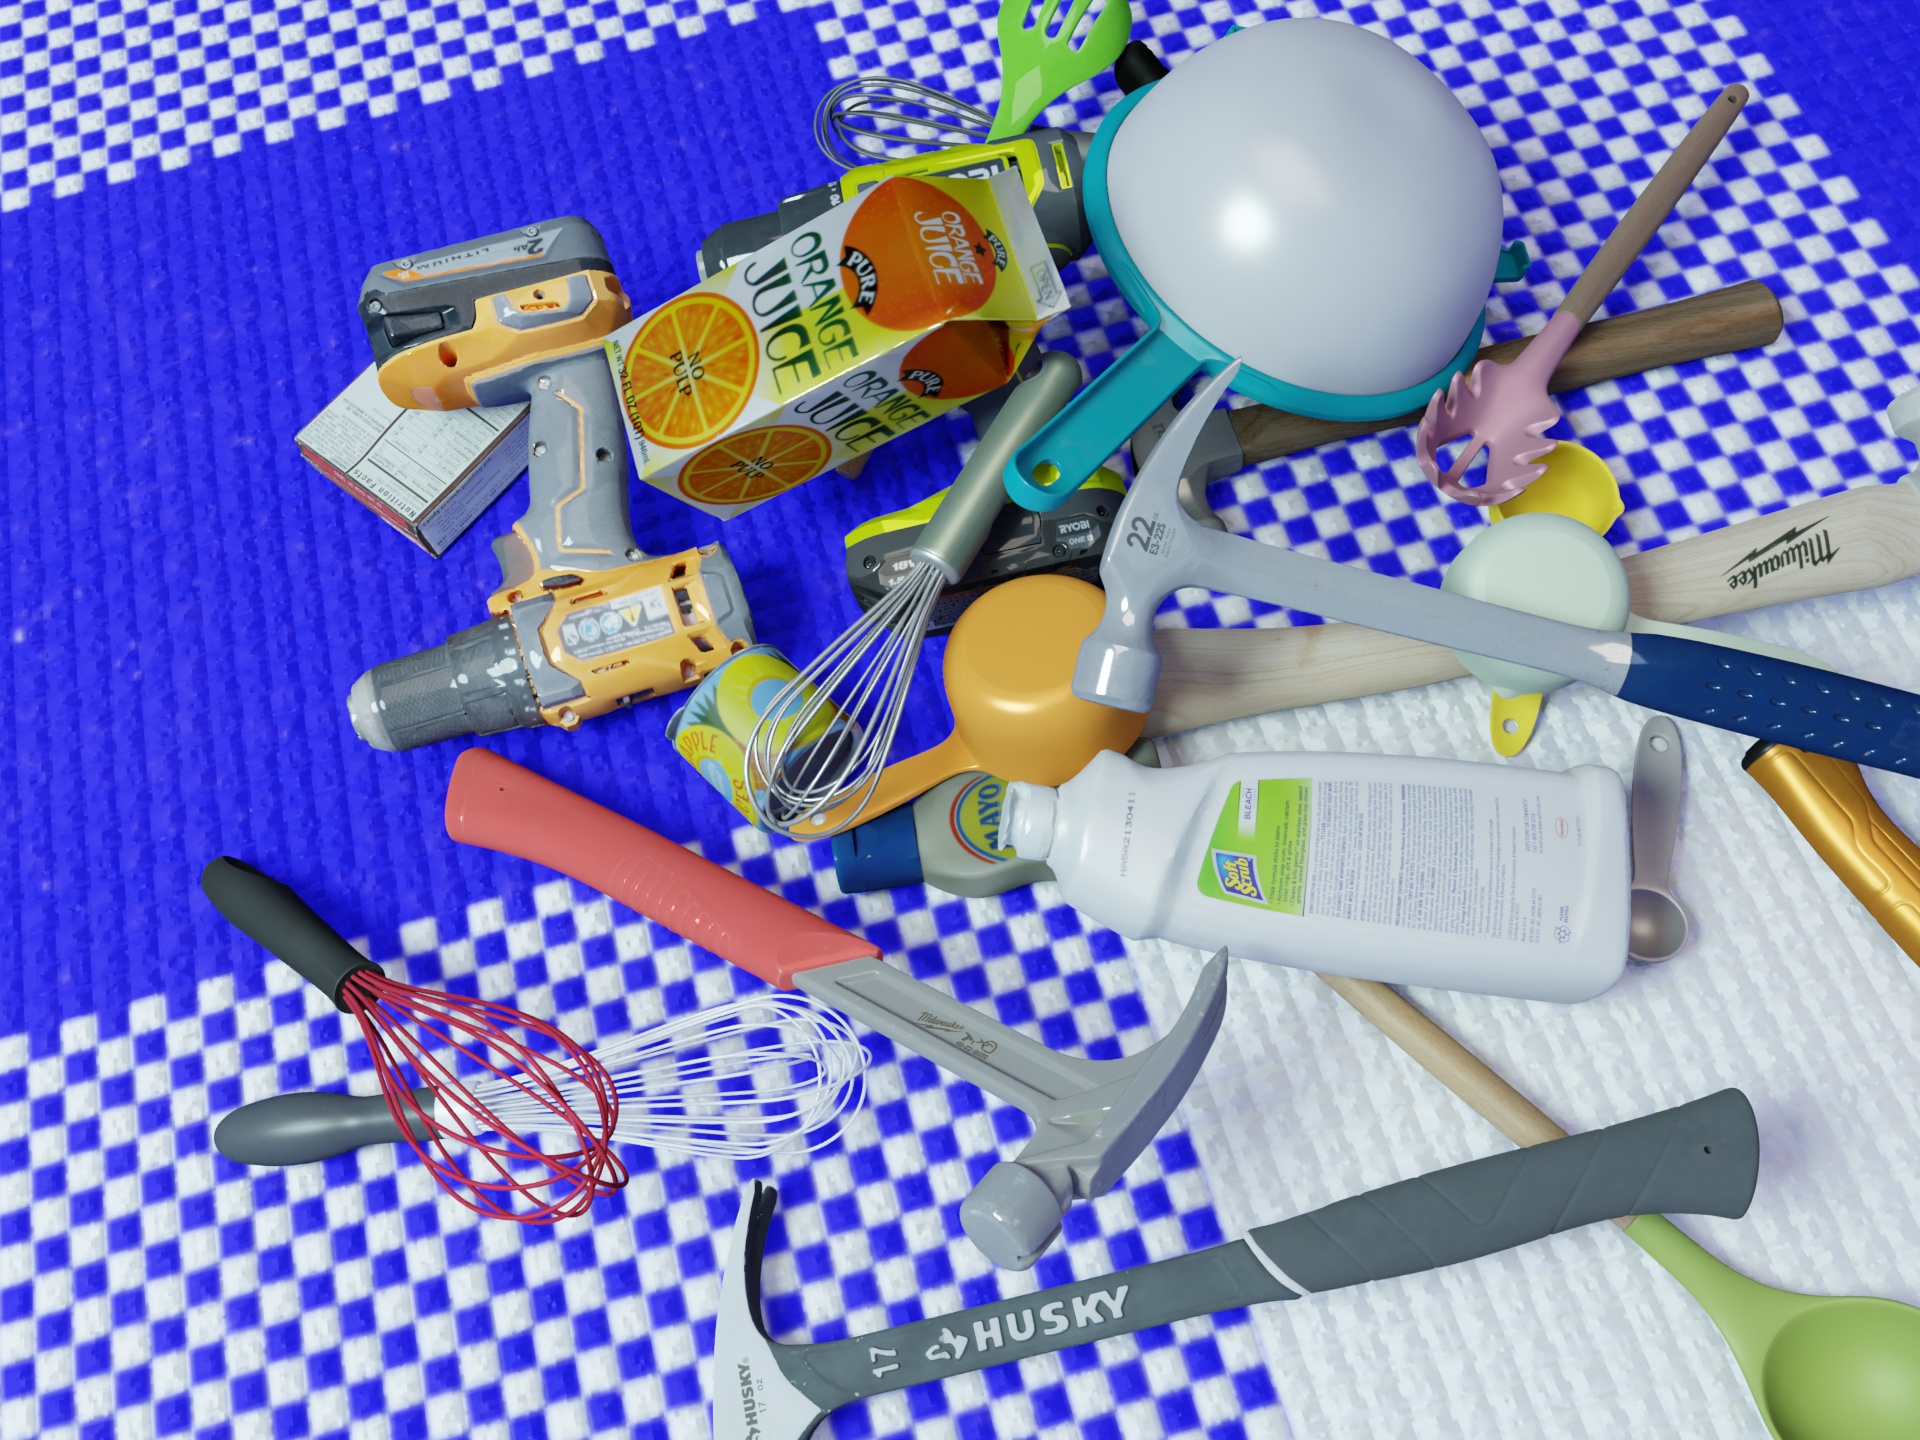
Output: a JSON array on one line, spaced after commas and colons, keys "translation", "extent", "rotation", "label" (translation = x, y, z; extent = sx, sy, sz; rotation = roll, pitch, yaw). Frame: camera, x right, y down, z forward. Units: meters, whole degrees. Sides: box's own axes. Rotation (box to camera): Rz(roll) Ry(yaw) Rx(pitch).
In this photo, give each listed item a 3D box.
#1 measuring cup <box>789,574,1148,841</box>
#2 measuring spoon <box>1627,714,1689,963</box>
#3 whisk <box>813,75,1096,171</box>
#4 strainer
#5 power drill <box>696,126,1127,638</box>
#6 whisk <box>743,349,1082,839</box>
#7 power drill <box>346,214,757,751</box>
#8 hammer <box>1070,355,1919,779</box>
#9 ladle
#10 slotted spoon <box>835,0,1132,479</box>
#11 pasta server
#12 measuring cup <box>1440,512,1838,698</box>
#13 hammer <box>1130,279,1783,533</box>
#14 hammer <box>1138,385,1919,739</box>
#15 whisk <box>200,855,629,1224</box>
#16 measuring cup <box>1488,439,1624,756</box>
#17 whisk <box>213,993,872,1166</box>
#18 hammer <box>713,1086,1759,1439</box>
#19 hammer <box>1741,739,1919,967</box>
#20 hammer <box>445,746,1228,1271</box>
[{"translation": [-0.001, -0.002, 0.683], "extent": [0.173, 0.052, 0.095], "rotation": [-27, 53, -9], "label": "measuring cup"}, {"translation": [0.303, 0.052, 0.701], "extent": [0.034, 0.018, 0.124], "rotation": [12, 60, 11], "label": "measuring spoon"}, {"translation": [0.038, -0.310, 0.865], "extent": [0.239, 0.055, 0.055], "rotation": [9, 67, 3], "label": "whisk"}, {"translation": [0.133, -0.209, 0.693], "extent": [0.211, 0.095, 0.340], "rotation": [41, 57, 4], "label": "strainer"}, {"translation": [-0.017, -0.161, 0.758], "extent": [0.190, 0.080, 0.229], "rotation": [-12, 77, 1], "label": "power drill"}, {"translation": [-0.014, -0.058, 0.672], "extent": [0.059, 0.058, 0.246], "rotation": [37, 75, -22], "label": "whisk"}, {"translation": [-0.213, -0.103, 0.745], "extent": [0.185, 0.084, 0.226], "rotation": [-18, 83, -10], "label": "power drill"}, {"translation": [0.256, -0.031, 0.638], "extent": [0.405, 0.035, 0.144], "rotation": [14, 92, -3], "label": "hammer"}, {"translation": [0.246, 0.174, 0.625], "extent": [0.320, 0.062, 0.078], "rotation": [41, 73, 22], "label": "ladle"}, {"translation": [0.007, -0.265, 0.823], "extent": [0.070, 0.031, 0.314], "rotation": [24, 83, 5], "label": "slotted spoon"}, {"translation": [0.311, -0.214, 0.772], "extent": [0.060, 0.040, 0.316], "rotation": [38, 71, 6], "label": "pasta server"}, {"translation": [0.289, -0.040, 0.670], "extent": [0.167, 0.038, 0.083], "rotation": [16, 83, 12], "label": "measuring cup"}, {"translation": [0.245, -0.169, 0.793], "extent": [0.331, 0.031, 0.130], "rotation": [-14, 66, -3], "label": "hammer"}, {"translation": [0.267, -0.038, 0.712], "extent": [0.410, 0.038, 0.146], "rotation": [-13, 78, 5], "label": "hammer"}, {"translation": [-0.234, 0.117, 0.646], "extent": [0.296, 0.073, 0.073], "rotation": [24, 68, 36], "label": "whisk"}, {"translation": [0.268, -0.055, 0.749], "extent": [0.062, 0.029, 0.156], "rotation": [13, 79, 10], "label": "measuring cup"}, {"translation": [-0.177, 0.159, 0.663], "extent": [0.284, 0.070, 0.070], "rotation": [-8, 65, 5], "label": "whisk"}, {"translation": [0.099, 0.207, 0.606], "extent": [0.409, 0.036, 0.149], "rotation": [-16, 63, 4], "label": "hammer"}, {"translation": [0.436, 0.140, 0.638], "extent": [0.127, 0.034, 0.337], "rotation": [-29, 67, -10], "label": "hammer"}, {"translation": [-0.075, 0.081, 0.652], "extent": [0.359, 0.036, 0.149], "rotation": [22, 45, 30], "label": "hammer"}]
